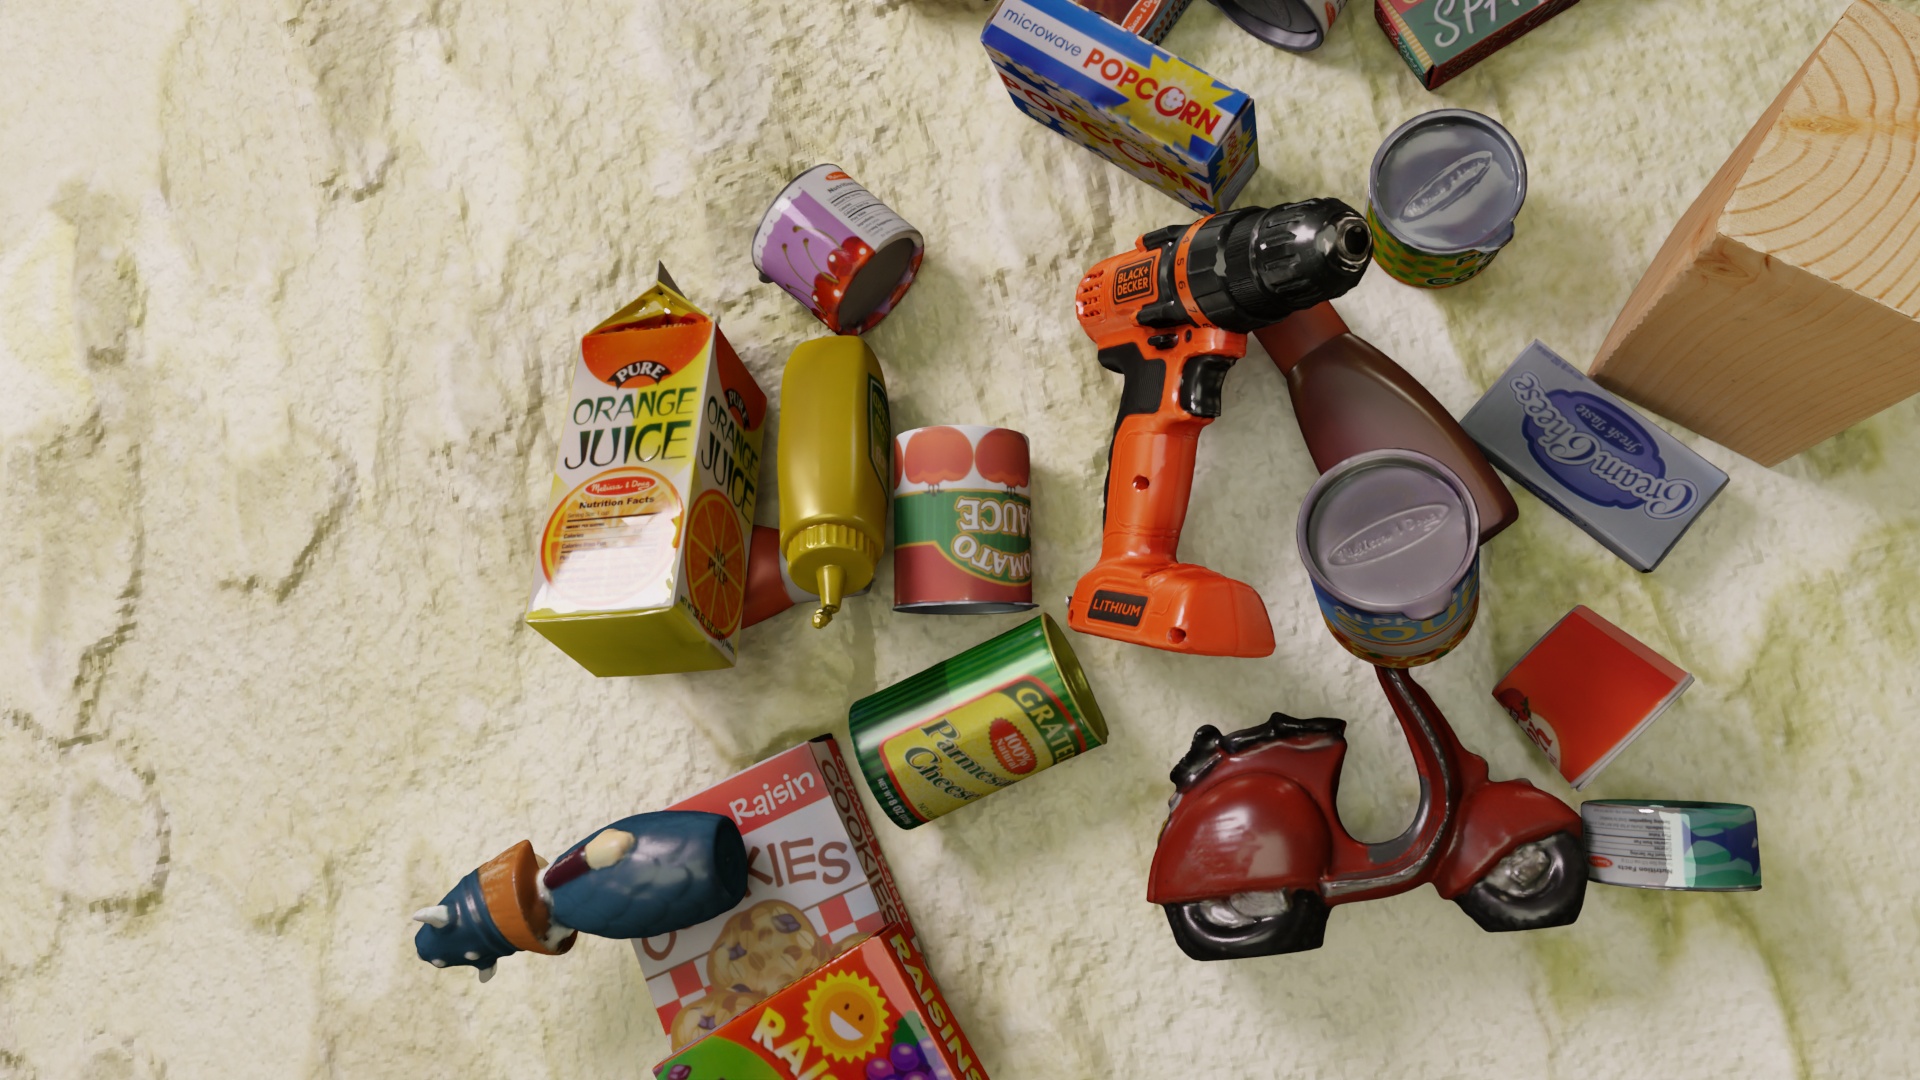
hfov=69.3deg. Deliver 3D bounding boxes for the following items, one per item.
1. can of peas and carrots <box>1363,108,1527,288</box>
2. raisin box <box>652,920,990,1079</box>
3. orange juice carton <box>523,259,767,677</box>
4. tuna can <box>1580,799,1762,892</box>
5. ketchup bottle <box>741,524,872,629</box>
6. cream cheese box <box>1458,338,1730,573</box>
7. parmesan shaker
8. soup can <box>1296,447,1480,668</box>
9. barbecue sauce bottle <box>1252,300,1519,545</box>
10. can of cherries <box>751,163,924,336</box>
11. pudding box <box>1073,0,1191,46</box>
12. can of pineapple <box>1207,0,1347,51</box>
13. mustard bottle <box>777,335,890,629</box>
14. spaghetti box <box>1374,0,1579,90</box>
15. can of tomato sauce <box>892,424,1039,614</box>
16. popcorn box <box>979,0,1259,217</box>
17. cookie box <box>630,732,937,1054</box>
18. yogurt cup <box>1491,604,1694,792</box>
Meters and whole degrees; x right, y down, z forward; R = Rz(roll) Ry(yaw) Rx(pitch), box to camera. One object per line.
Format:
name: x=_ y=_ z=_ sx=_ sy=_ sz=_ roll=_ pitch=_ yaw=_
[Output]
can of peas and carrots: x=0.220 y=-0.152 z=0.630 sx=0.071 sy=0.058 sz=0.071 roll=-1 pitch=83 yaw=13
raisin box: x=-0.061 y=0.238 z=0.615 sx=0.123 sy=0.040 sz=0.086 roll=-33 pitch=78 yaw=8
orange juice carton: x=-0.143 y=-0.037 z=0.663 sx=0.073 sy=0.071 sz=0.193 roll=-5 pitch=62 yaw=13
tuna can: x=0.295 y=0.125 z=0.575 sx=0.071 sy=0.071 sz=0.033 roll=-1 pitch=82 yaw=13
ketchup bottle: x=-0.119 y=0.018 z=0.696 sx=0.149 sy=0.043 sz=0.065 roll=-8 pitch=74 yaw=11
cream cheese box: x=0.280 y=-0.038 z=0.619 sx=0.104 sy=0.024 sz=0.053 roll=41 pitch=94 yaw=15
parmesan shaker: x=0.009 y=0.087 z=0.647 sx=0.103 sy=0.071 sz=0.071 roll=-26 pitch=78 yaw=9
soup can: x=0.174 y=0.012 z=0.554 sx=0.071 sy=0.083 sz=0.071 roll=-7 pitch=67 yaw=18
barbecue sauce bottle: x=0.184 y=-0.055 z=0.632 sx=0.064 sy=0.044 sz=0.149 roll=-40 pitch=73 yaw=31
can of cherries: x=-0.061 y=-0.142 z=0.693 sx=0.058 sy=0.071 sz=0.071 roll=40 pitch=93 yaw=14
pudding box: x=0.090 y=-0.280 z=0.692 sx=0.050 sy=0.030 sz=0.083 roll=37 pitch=92 yaw=14
can of pineapple: x=0.156 y=-0.277 z=0.658 sx=0.071 sy=0.071 sz=0.058 roll=32 pitch=91 yaw=15
mustard bottle: x=-0.058 y=-0.024 z=0.646 sx=0.049 sy=0.065 sz=0.161 roll=-9 pitch=51 yaw=8
spaghetti box: x=0.313 y=-0.297 z=0.643 sx=0.250 sy=0.028 sz=0.050 roll=-30 pitch=77 yaw=8
can of tomato sauce: x=0.002 y=-0.008 z=0.658 sx=0.071 sy=0.071 sz=0.083 roll=-2 pitch=82 yaw=13
popcorn box: x=0.077 y=-0.207 z=0.657 sx=0.127 sy=0.085 sz=0.038 roll=34 pitch=93 yaw=14
cookie box: x=-0.088 y=0.195 z=0.668 sx=0.123 sy=0.040 sz=0.167 roll=-26 pitch=79 yaw=9
yogurt cup: x=0.266 y=0.064 z=0.590 sx=0.072 sy=0.072 sz=0.054 roll=-46 pitch=68 yaw=4
